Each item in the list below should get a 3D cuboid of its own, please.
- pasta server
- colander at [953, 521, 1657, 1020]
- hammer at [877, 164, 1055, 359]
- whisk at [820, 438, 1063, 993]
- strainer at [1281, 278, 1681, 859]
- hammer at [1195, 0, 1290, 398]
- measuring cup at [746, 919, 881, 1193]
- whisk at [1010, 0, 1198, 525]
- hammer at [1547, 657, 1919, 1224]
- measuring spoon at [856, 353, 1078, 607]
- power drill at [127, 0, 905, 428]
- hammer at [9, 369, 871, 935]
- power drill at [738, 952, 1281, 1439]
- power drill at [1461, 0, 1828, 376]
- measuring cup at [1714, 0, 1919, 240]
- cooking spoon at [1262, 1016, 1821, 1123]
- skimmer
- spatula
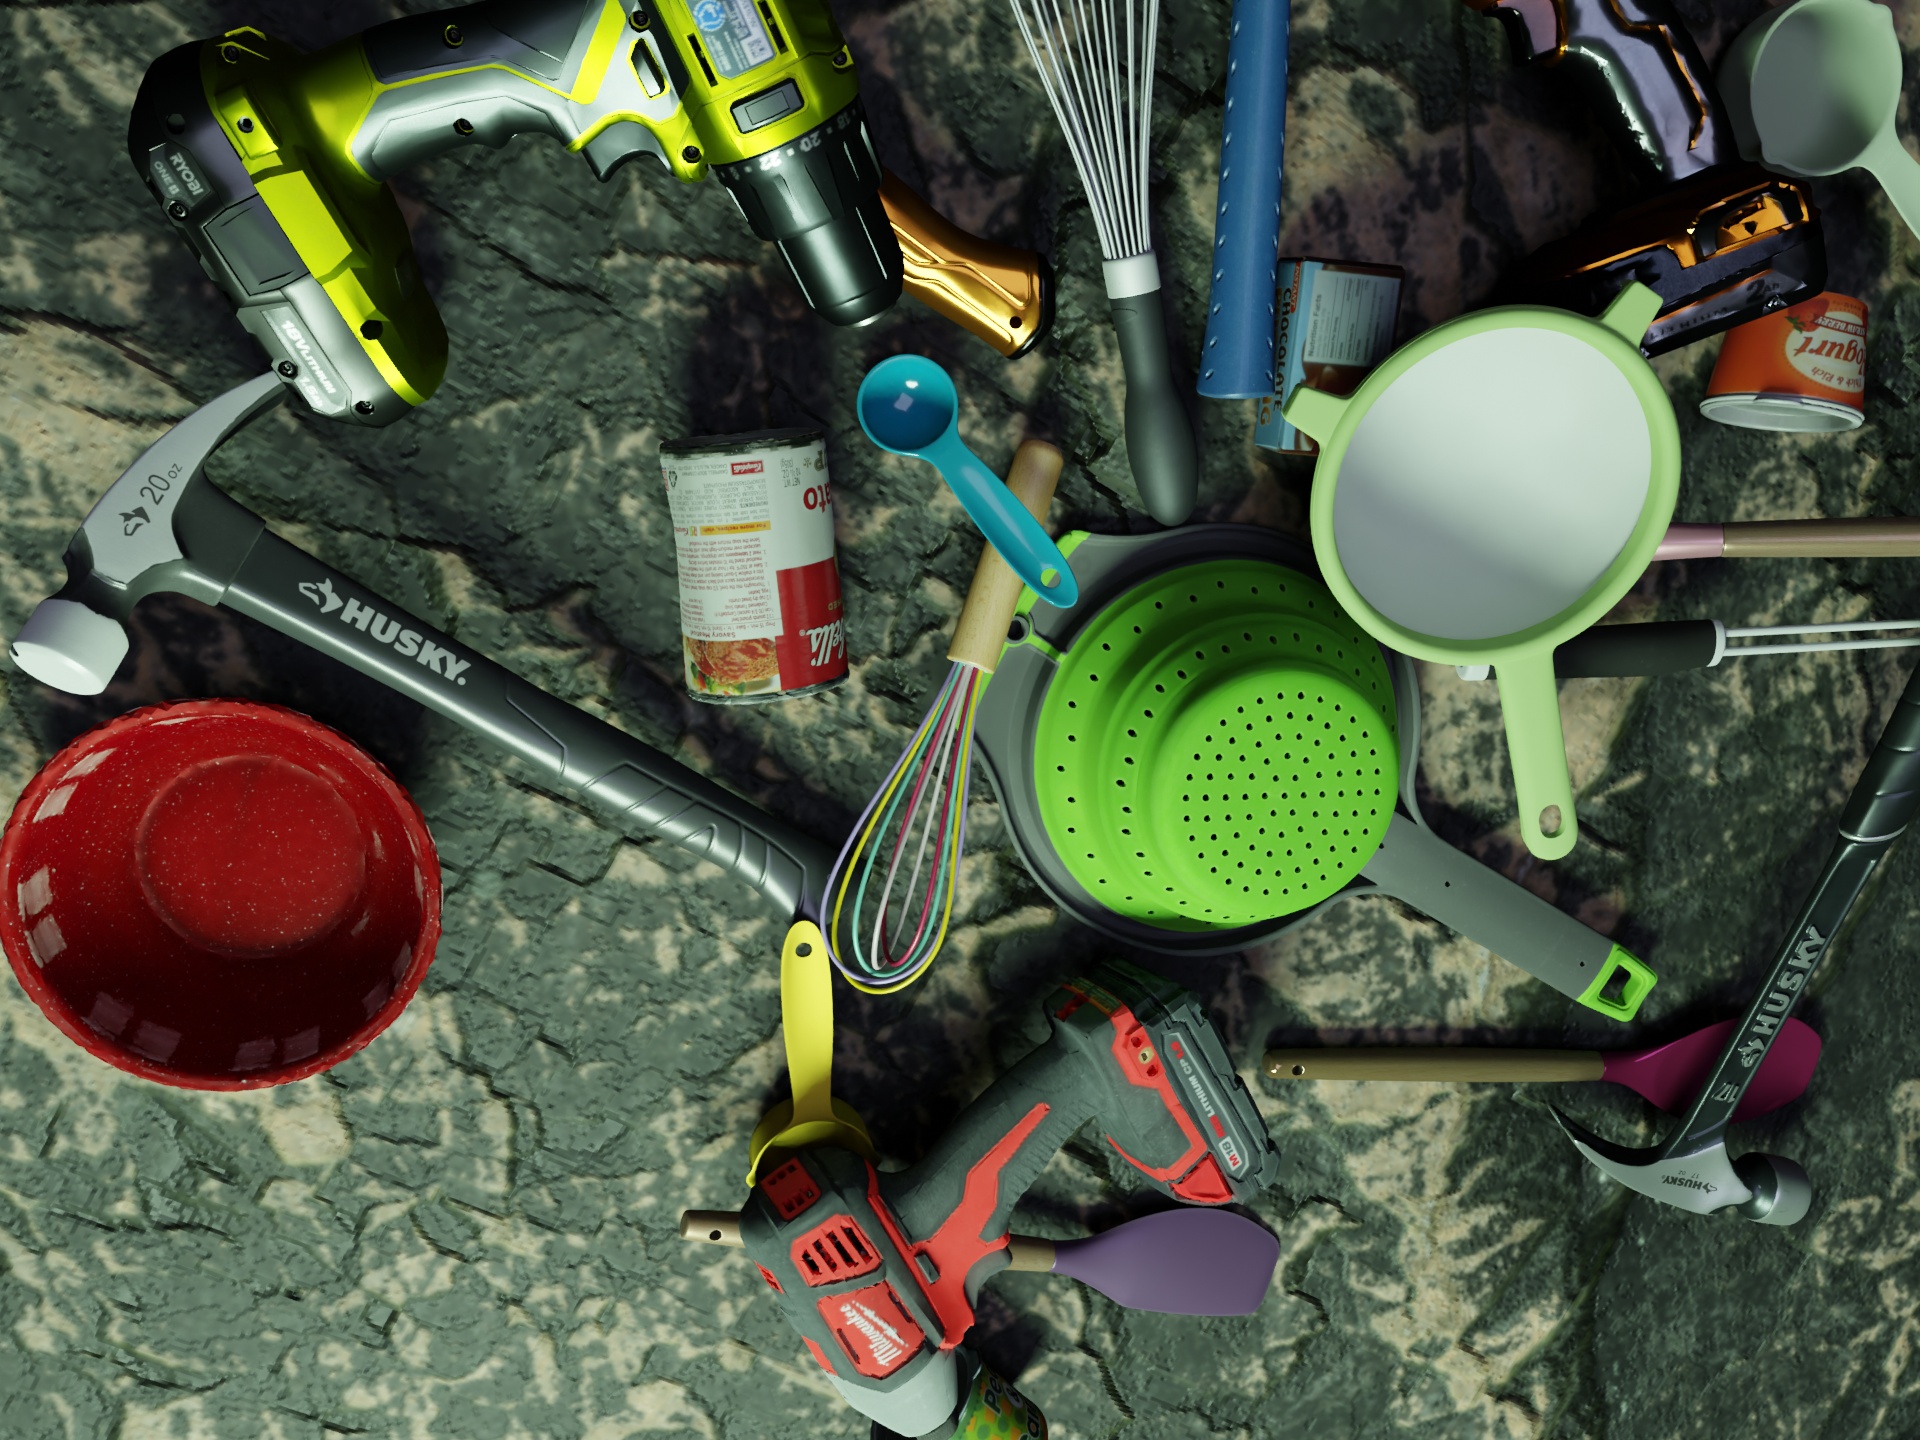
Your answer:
[{"bbox_3d":[0.364,-0.079,0.696,0.316,0.040,0.060,1,102,16],"label":"pasta server"},{"bbox_3d":[0.191,0.058,0.722,0.396,0.094,0.204,29,96,-18],"label":"colander"},{"bbox_3d":[-0.105,-0.236,0.604,0.336,0.034,0.127,30,117,-22],"label":"hammer"},{"bbox_3d":[0.001,-0.002,0.676,0.051,0.047,0.245,21,86,-34],"label":"whisk"},{"bbox_3d":[0.231,-0.059,0.692,0.151,0.069,0.256,-17,116,4],"label":"strainer"},{"bbox_3d":[0.118,-0.328,0.606,0.035,0.144,0.405,0,111,0],"label":"hammer"},{"bbox_3d":[-0.069,0.152,0.711,0.062,0.029,0.156,-5,113,-13],"label":"measuring cup"},{"bbox_3d":[0.063,-0.215,0.651,0.070,0.070,0.284,-16,112,-8],"label":"whisk"},{"bbox_3d":[0.421,0.066,0.759,0.149,0.036,0.408,13,110,-13],"label":"hammer"},{"bbox_3d":[0.005,-0.097,0.665,0.042,0.021,0.128,-39,90,-3],"label":"measuring spoon"},{"bbox_3d":[-0.144,-0.196,0.563,0.228,0.080,0.190,-22,122,6],"label":"power drill"},{"bbox_3d":[-0.172,-0.005,0.635,0.334,0.035,0.146,32,58,-26],"label":"hammer"},{"bbox_3d":[0.025,0.215,0.709,0.219,0.078,0.143,-32,105,-15],"label":"power drill"},{"bbox_3d":[0.257,-0.264,0.665,0.164,0.084,0.226,-20,104,3],"label":"power drill"},{"bbox_3d":[0.408,-0.256,0.725,0.167,0.038,0.083,37,93,-20],"label":"measuring cup"},{"bbox_3d":[0.304,0.177,0.818,0.318,0.017,0.068,3,111,-14],"label":"cooking spoon"},{"bbox_3d":[0.416,-0.051,0.782,0.363,0.090,0.127,-3,113,-1],"label":"skimmer"},{"bbox_3d":[0.020,0.251,0.758,0.315,0.018,0.060,12,100,-23],"label":"spatula"}]
